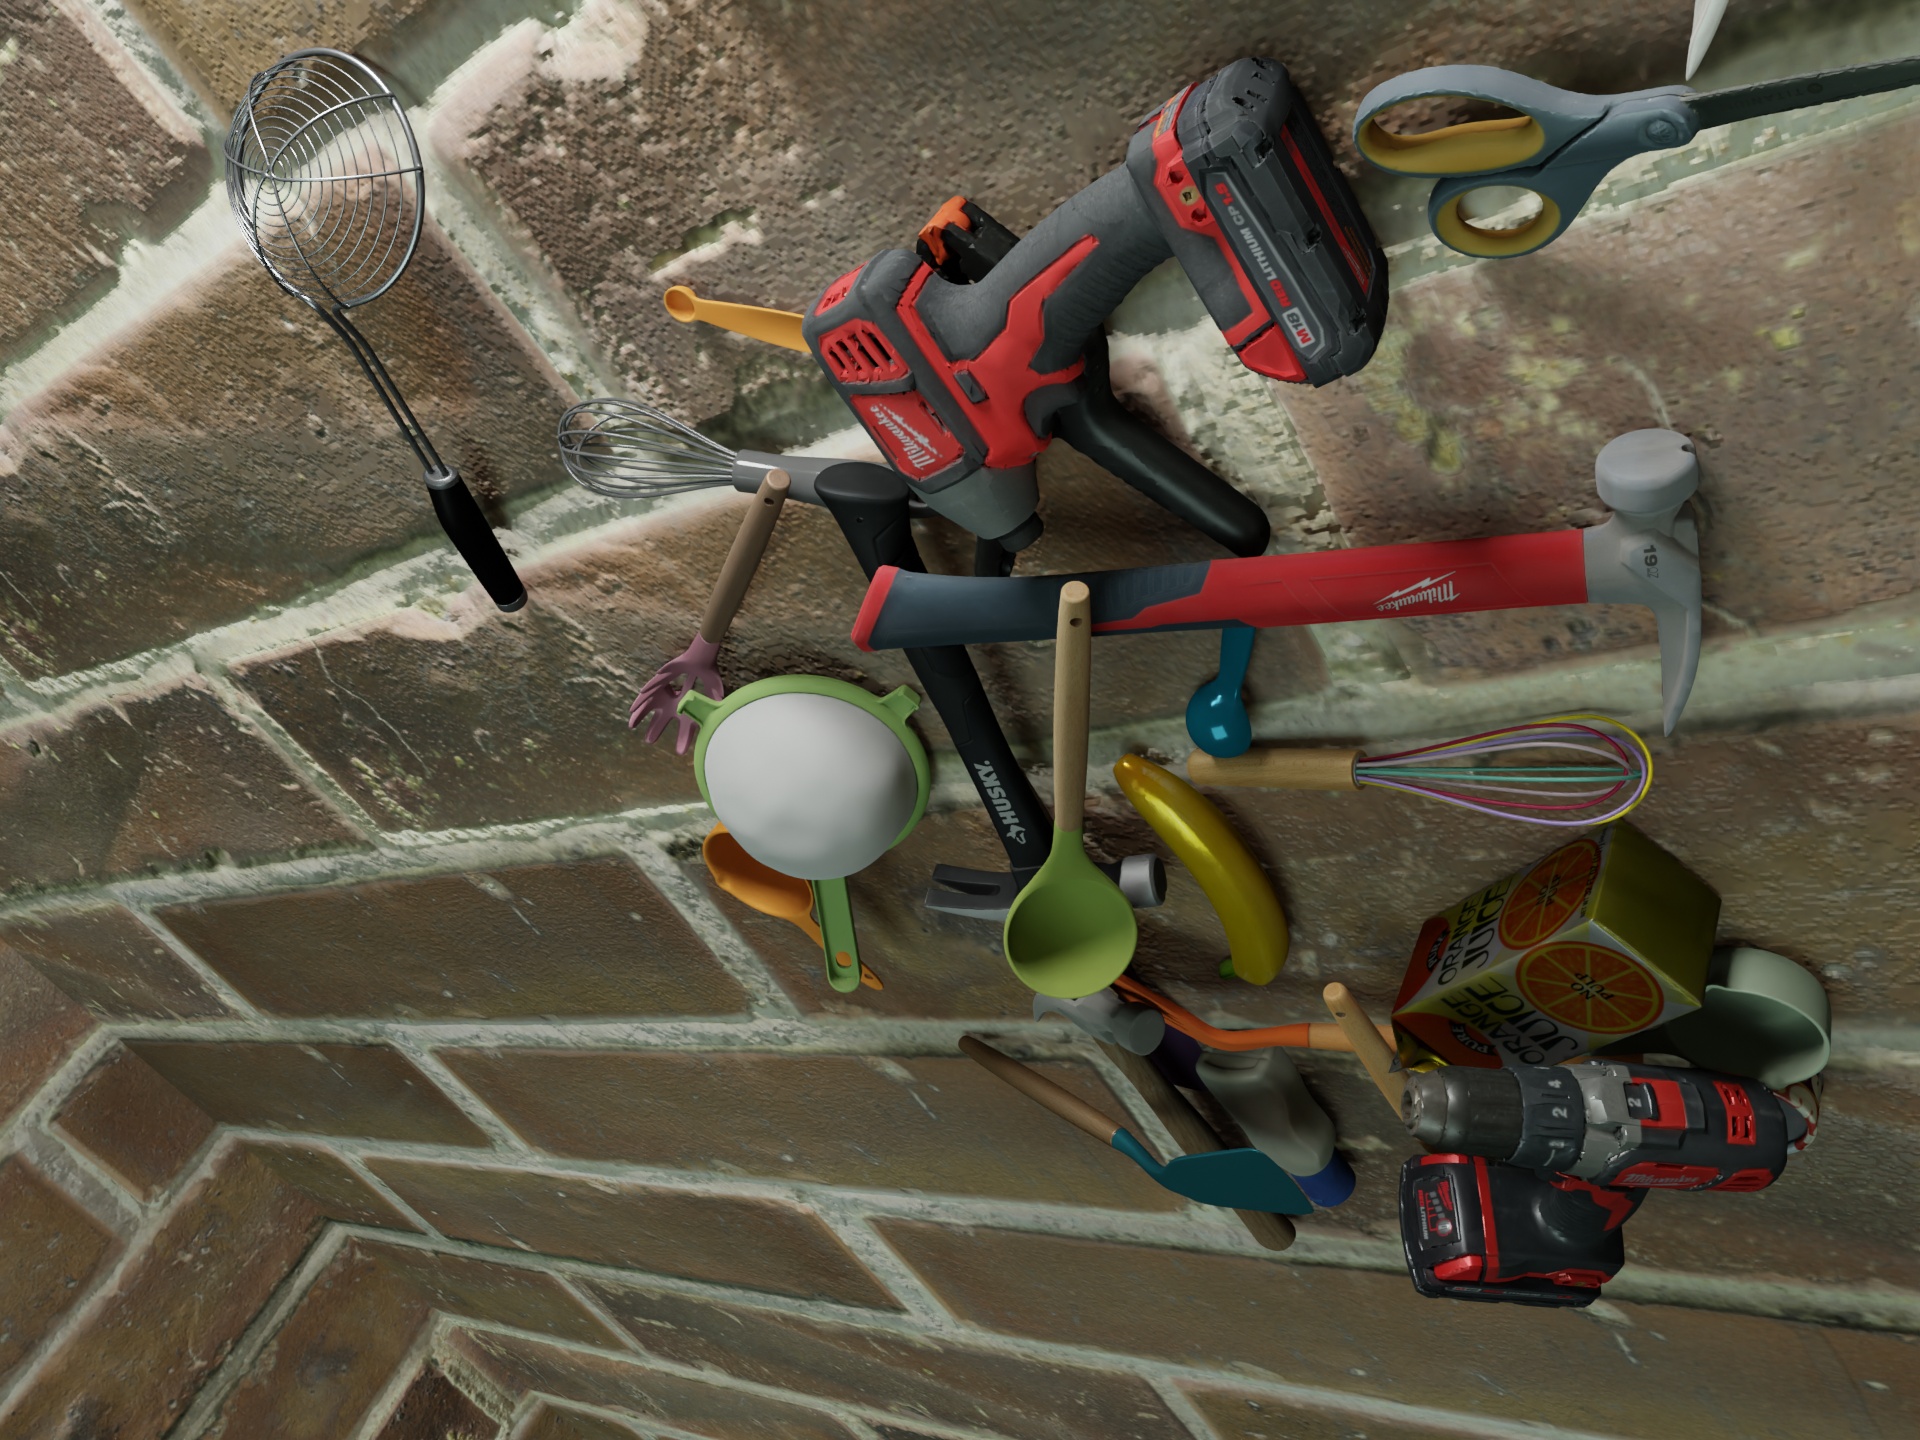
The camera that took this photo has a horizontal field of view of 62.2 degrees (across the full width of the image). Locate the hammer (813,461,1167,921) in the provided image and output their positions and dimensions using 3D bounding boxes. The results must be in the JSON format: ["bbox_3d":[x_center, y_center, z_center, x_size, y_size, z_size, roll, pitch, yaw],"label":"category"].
[{"bbox_3d":[-0.001,-0.003,0.890,0.146,0.035,0.334,-9,130,23],"label":"hammer"}]

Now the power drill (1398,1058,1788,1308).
[{"bbox_3d":[0.309,0.247,0.867,0.188,0.080,0.226,6,145,-3],"label":"power drill"}]

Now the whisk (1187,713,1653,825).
[{"bbox_3d":[0.224,0.022,0.805,0.245,0.051,0.047,0,107,40],"label":"whisk"}]

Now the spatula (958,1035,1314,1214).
[{"bbox_3d":[0.101,0.271,1.102,0.318,0.044,0.082,18,154,52],"label":"spatula"}]

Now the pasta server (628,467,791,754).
[{"bbox_3d":[-0.144,-0.057,0.940,0.060,0.040,0.316,20,152,-11],"label":"pasta server"}]

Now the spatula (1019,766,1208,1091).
[{"bbox_3d":[0.097,0.145,1.039,0.060,0.018,0.315,3,135,41],"label":"spatula"}]

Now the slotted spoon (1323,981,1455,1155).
[{"bbox_3d":[0.281,0.247,0.972,0.070,0.031,0.313,-10,135,31],"label":"slotted spoon"}]

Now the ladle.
[{"bbox_3d":[0.058,0.047,0.823,0.078,0.062,0.319,-6,143,-2],"label":"ladle"}]

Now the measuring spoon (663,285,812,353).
[{"bbox_3d":[-0.096,-0.202,0.802,0.117,0.011,0.021,16,140,15],"label":"measuring spoon"}]

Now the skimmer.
[{"bbox_3d":[-0.312,-0.205,0.931,0.127,0.090,0.362,16,150,20],"label":"skimmer"}]

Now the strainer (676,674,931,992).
[{"bbox_3d":[-0.092,0.093,1.012,0.151,0.069,0.256,-1,125,7],"label":"strainer"}]

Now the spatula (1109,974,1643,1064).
[{"bbox_3d":[0.236,0.182,0.958,0.323,0.041,0.080,-1,154,23],"label":"spatula"}]

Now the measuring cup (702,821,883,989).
[{"bbox_3d":[-0.103,0.119,1.124,0.095,0.052,0.173,-19,122,45],"label":"measuring cup"}]

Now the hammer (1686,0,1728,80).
[{"bbox_3d":[0.061,-0.295,0.567,0.411,0.038,0.146,9,138,28],"label":"hammer"}]

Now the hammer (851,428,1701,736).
[{"bbox_3d":[0.131,-0.047,0.739,0.386,0.038,0.143,-3,132,24],"label":"hammer"}]

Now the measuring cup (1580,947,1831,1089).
[{"bbox_3d":[0.374,0.157,0.846,0.167,0.038,0.083,-15,122,46],"label":"measuring cup"}]

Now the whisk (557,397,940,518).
[{"bbox_3d":[-0.116,-0.138,0.859,0.239,0.055,0.055,11,138,18],"label":"whisk"}]

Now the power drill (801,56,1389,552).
[{"bbox_3d":[0.054,-0.157,0.652,0.219,0.079,0.143,-20,118,33],"label":"power drill"}]

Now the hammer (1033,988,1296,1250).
[{"bbox_3d":[0.153,0.278,1.112,0.130,0.031,0.331,18,152,51],"label":"hammer"}]

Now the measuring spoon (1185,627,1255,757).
[{"bbox_3d":[0.133,-0.029,0.811,0.042,0.021,0.128,45,149,36],"label":"measuring spoon"}]
